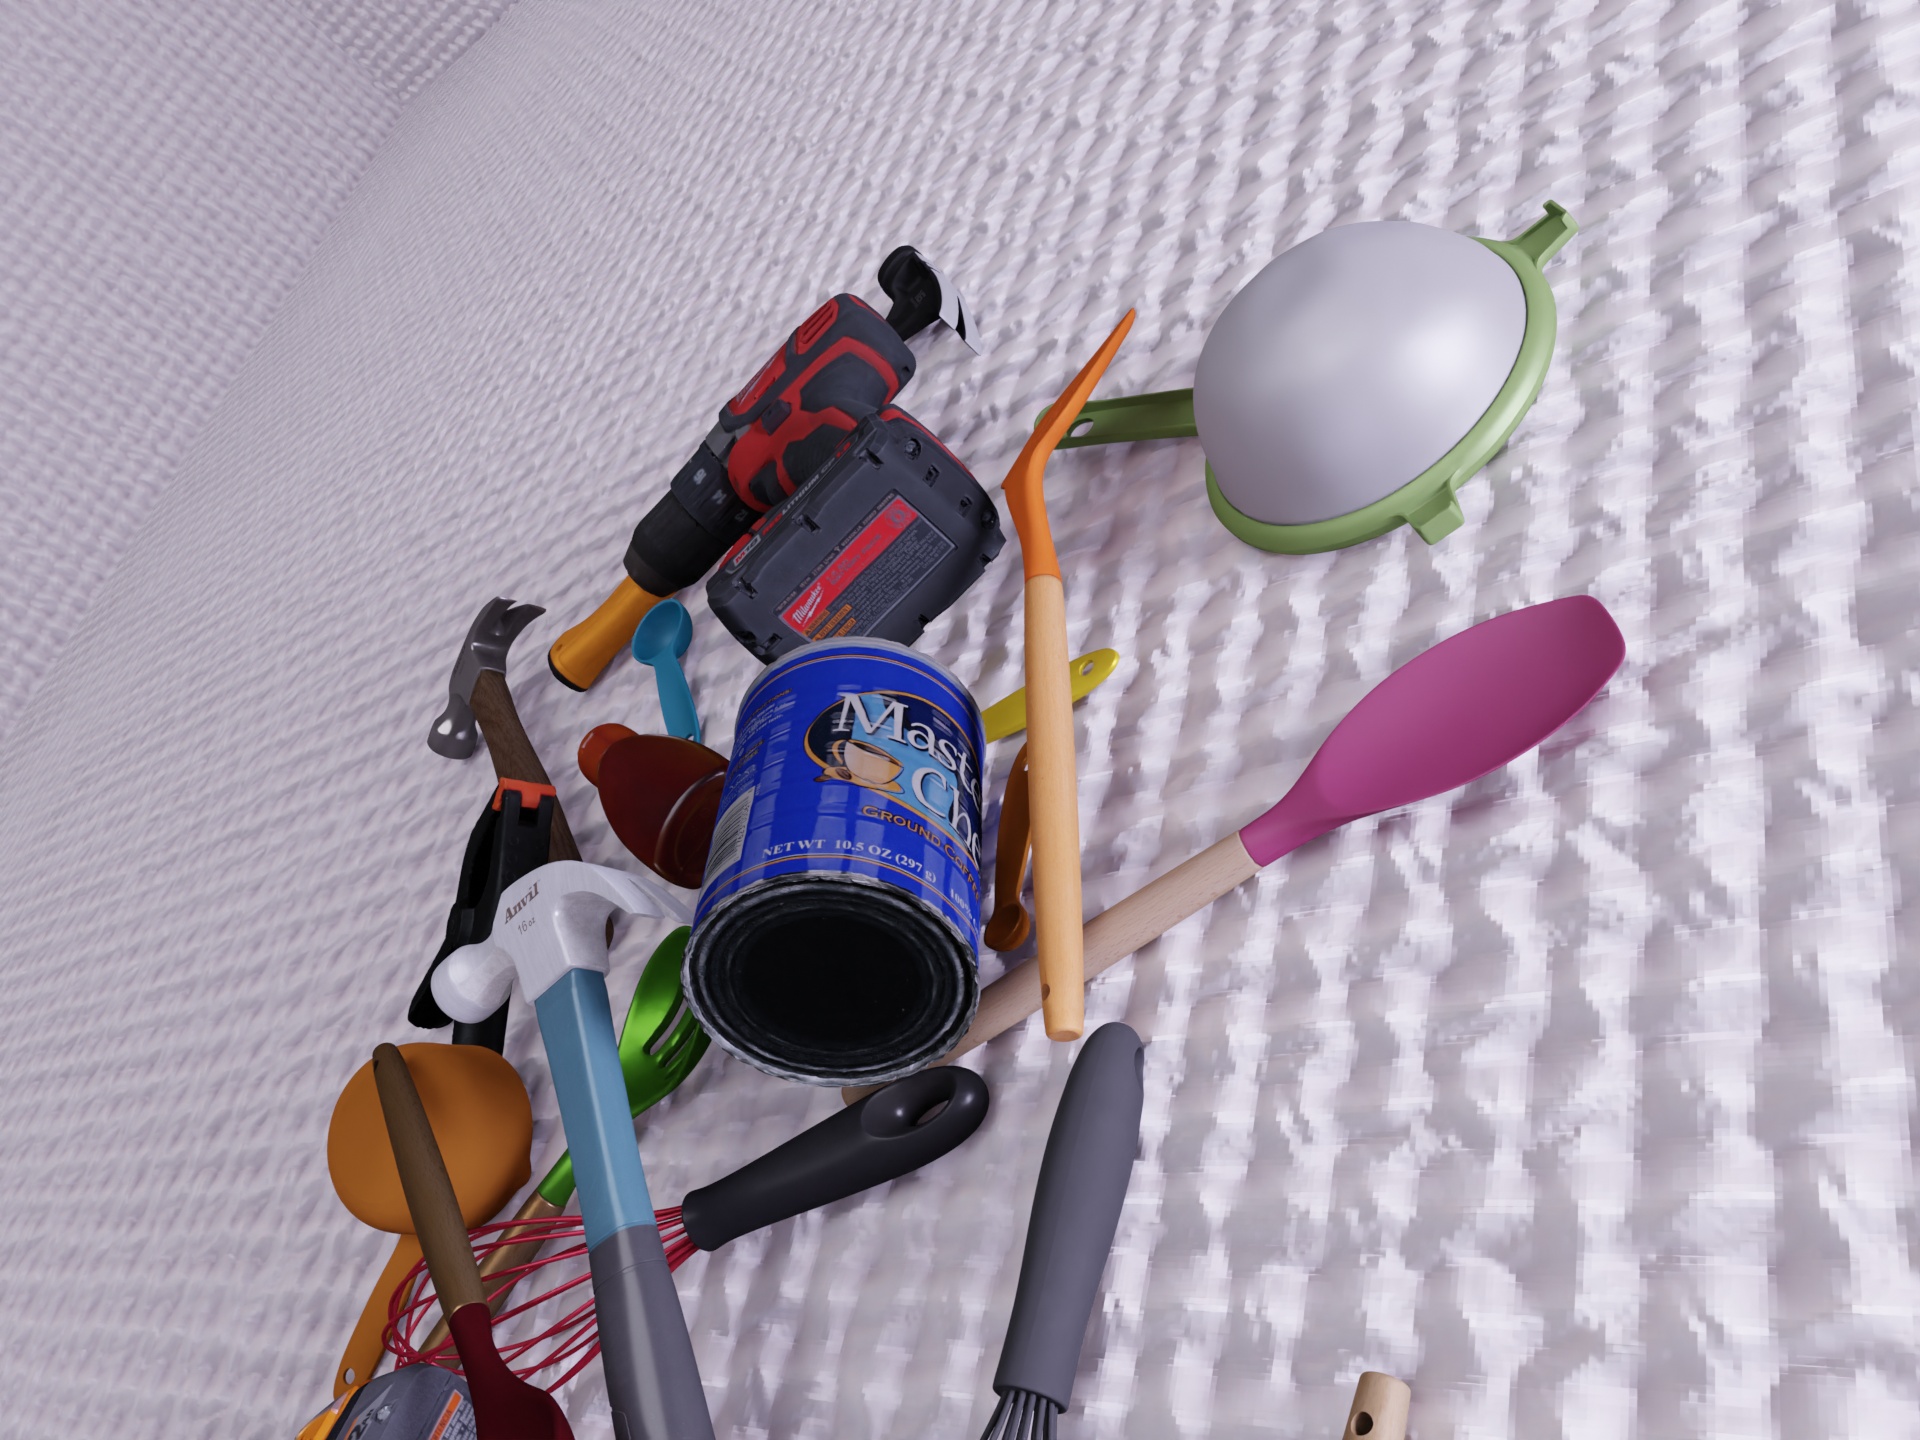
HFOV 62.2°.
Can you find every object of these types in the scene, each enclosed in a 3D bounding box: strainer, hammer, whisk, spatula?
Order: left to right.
[{"bbox_3d":[-0.252,0.032,0.917,0.332,0.031,0.130,48,119,52],"label":"hammer"},{"bbox_3d":[-0.113,0.192,0.542,0.128,0.033,0.331,-41,53,25],"label":"hammer"},{"bbox_3d":[-0.113,0.197,0.605,0.296,0.073,0.073,-30,39,20],"label":"whisk"},{"bbox_3d":[-0.125,-0.137,0.943,0.337,0.034,0.127,-44,34,12],"label":"hammer"},{"bbox_3d":[0.022,0.195,0.459,0.055,0.055,0.239,-17,42,41],"label":"whisk"},{"bbox_3d":[0.041,-0.030,0.610,0.081,0.041,0.323,-46,36,48],"label":"spatula"},{"bbox_3d":[0.107,-0.145,0.646,0.256,0.069,0.151,5,63,49],"label":"strainer"}]

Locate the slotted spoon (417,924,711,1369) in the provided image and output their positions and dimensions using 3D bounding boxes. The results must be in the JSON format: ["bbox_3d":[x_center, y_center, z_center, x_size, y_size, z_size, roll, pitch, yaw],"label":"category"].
[{"bbox_3d":[-0.193,0.228,0.694,0.314,0.031,0.070,-55,34,-2],"label":"slotted spoon"}]

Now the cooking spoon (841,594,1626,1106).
[{"bbox_3d":[0.078,0.057,0.540,0.319,0.017,0.069,-36,28,22],"label":"cooking spoon"}]

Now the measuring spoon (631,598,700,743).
[{"bbox_3d":[-0.156,-0.019,0.892,0.042,0.021,0.129,-39,45,16],"label":"measuring spoon"}]

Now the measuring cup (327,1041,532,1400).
[{"bbox_3d":[-0.265,0.232,0.731,0.095,0.052,0.174,17,80,28],"label":"measuring cup"}]

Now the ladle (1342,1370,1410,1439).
[{"bbox_3d":[0.061,0.300,0.327,0.078,0.062,0.320,-14,42,45],"label":"ladle"}]

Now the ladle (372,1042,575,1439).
[{"bbox_3d":[-0.189,0.205,0.588,0.069,0.031,0.316,-62,35,7],"label":"ladle"}]

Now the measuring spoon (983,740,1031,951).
[{"bbox_3d":[0.024,0.046,0.611,0.021,0.011,0.117,-37,25,31],"label":"measuring spoon"}]

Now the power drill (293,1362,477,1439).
[{"bbox_3d":[-0.273,0.343,0.578,0.226,0.084,0.164,-32,18,23],"label":"power drill"}]

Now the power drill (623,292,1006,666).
[{"bbox_3d":[-0.083,-0.098,0.756,0.188,0.080,0.227,-44,32,11],"label":"power drill"}]

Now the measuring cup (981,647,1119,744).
[{"bbox_3d":[-0.001,-0.002,0.675,0.156,0.029,0.062,-27,41,35],"label":"measuring cup"}]
